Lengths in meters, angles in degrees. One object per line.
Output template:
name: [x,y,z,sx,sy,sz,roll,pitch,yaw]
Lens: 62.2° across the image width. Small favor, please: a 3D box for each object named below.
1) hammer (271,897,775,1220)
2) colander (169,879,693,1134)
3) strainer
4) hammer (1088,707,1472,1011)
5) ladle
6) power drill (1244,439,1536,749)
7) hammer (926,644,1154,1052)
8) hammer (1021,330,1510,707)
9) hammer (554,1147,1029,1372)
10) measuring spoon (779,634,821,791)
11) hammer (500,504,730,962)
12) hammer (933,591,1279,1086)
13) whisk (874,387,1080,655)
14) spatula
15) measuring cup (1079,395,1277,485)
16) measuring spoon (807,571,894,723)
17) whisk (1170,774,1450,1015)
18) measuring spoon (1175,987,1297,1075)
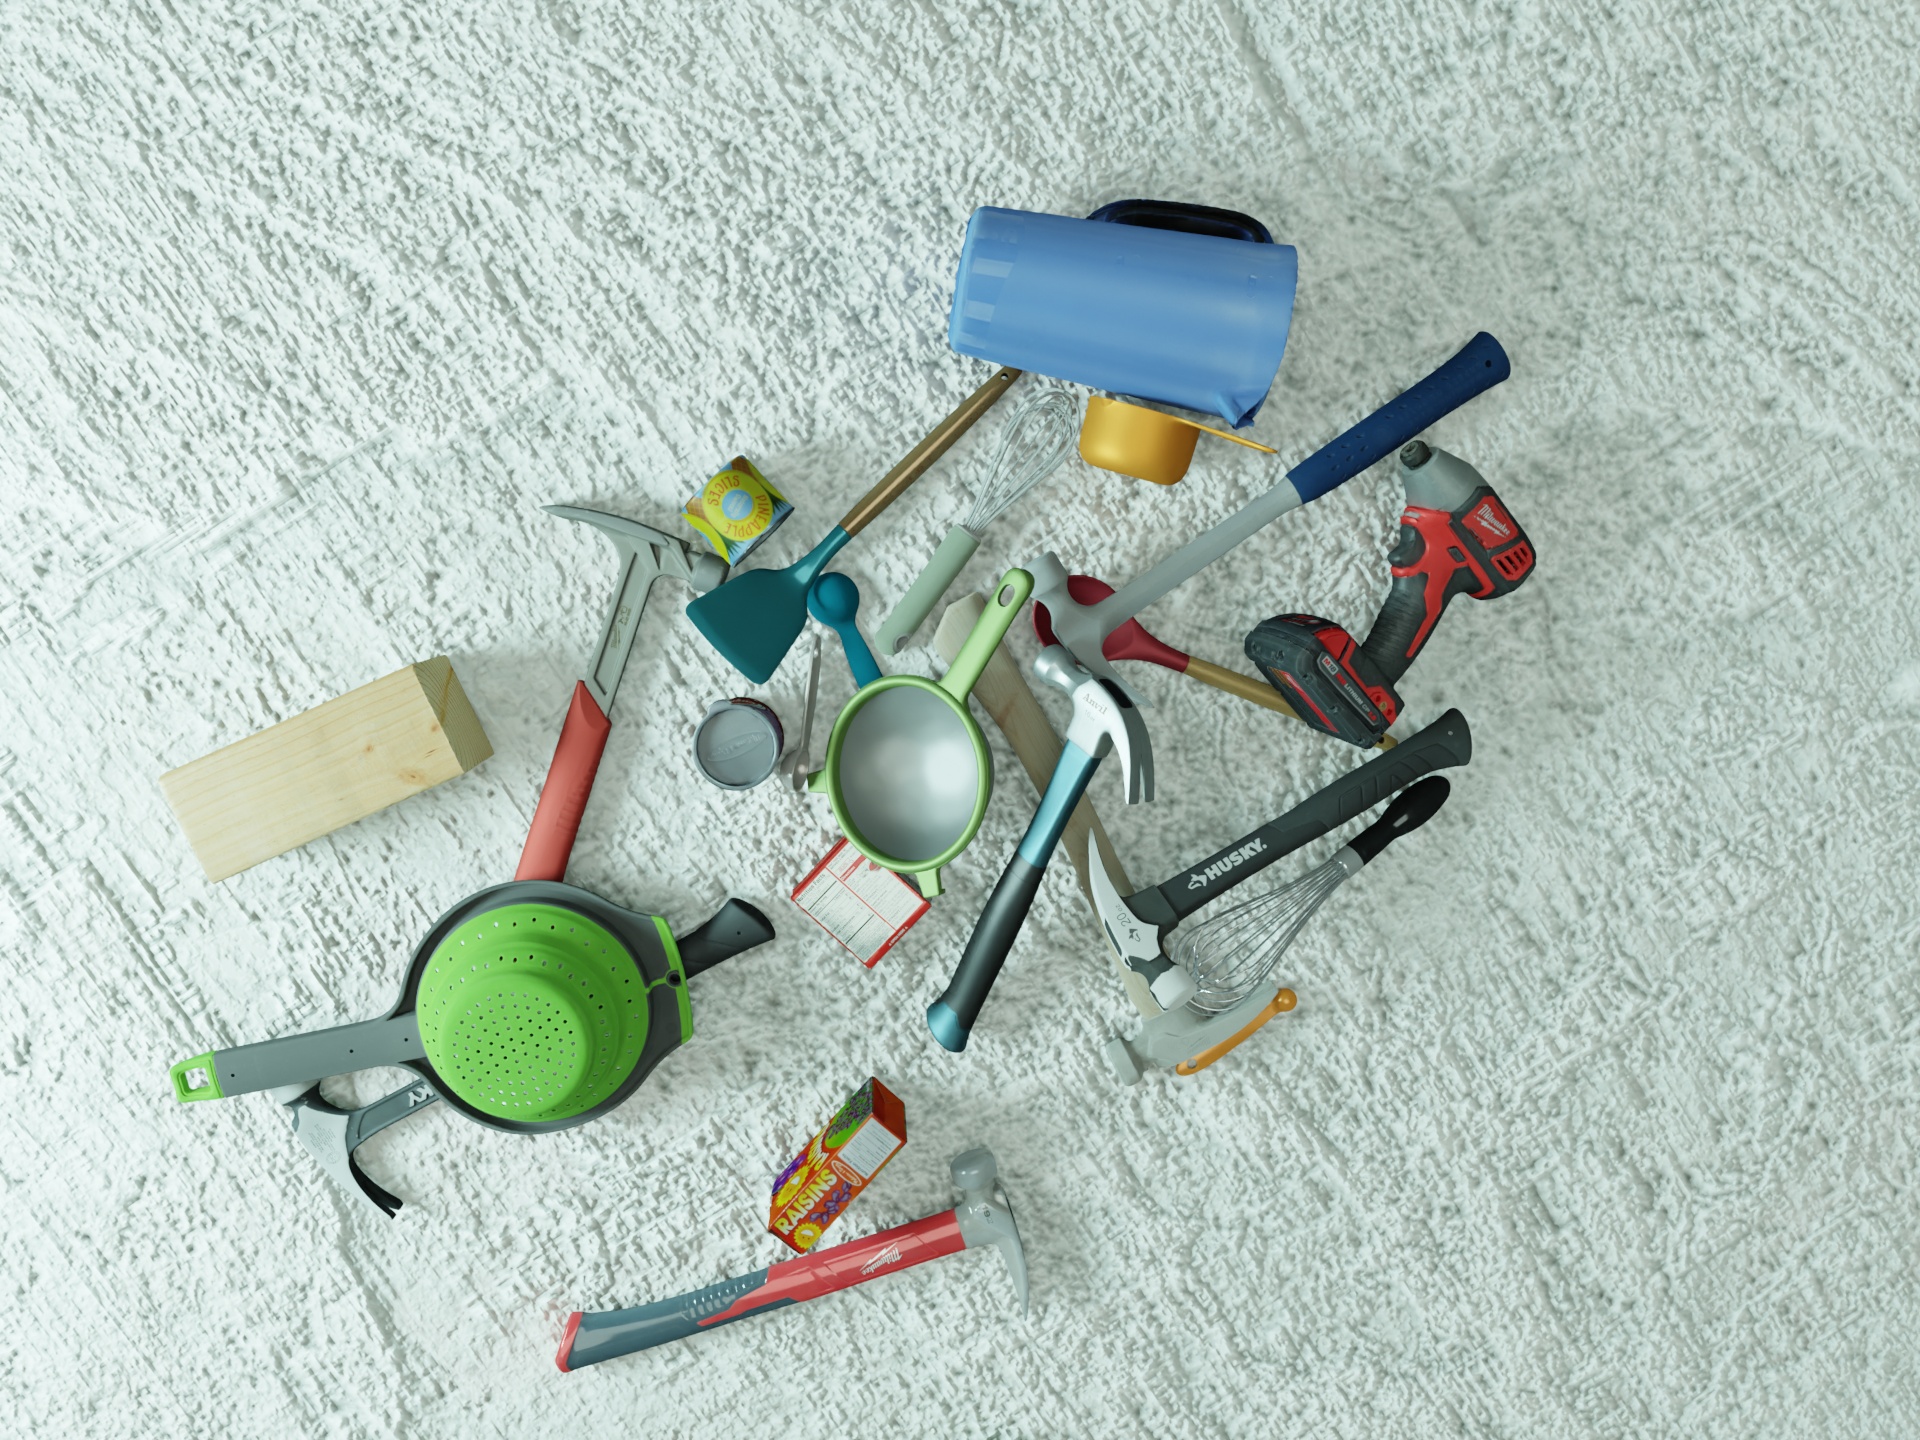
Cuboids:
hammer: [-0.334,0.252,1.263,0.409,0.036,0.149,-27,98,1]
colander: [-0.405,0.246,1.191,0.397,0.094,0.204,-11,101,-2]
strainer: [-0.002,-0.004,1.208,0.152,0.069,0.256,40,111,26]
hammer: [0.252,0.079,1.221,0.335,0.035,0.146,-29,63,-12]
ladle: [0.202,-0.036,1.254,0.315,0.031,0.069,21,95,-7]
power drill: [0.327,-0.099,1.206,0.219,0.079,0.143,-47,114,-6]
hammer: [0.048,0.115,1.215,0.128,0.033,0.331,40,117,33]
hammer: [0.248,-0.165,1.218,0.405,0.035,0.144,-34,98,-3]
hammer: [-0.138,0.473,1.297,0.386,0.038,0.143,-17,99,0]
measuring spoon: [-0.125,-0.006,1.245,0.018,0.034,0.124,9,92,15]
hammer: [-0.304,0.018,1.235,0.149,0.037,0.359,19,95,-4]
hammer: [0.103,0.082,1.260,0.146,0.038,0.410,-28,97,0]
whisk: [0.010,-0.151,1.226,0.059,0.057,0.246,41,98,28]
spatula: [-0.068,-0.162,1.210,0.317,0.044,0.082,-44,90,-2]
measuring cup: [0.159,-0.195,1.169,0.095,0.174,0.052,6,106,-42]
measuring spoon: [-0.082,-0.055,1.241,0.042,0.021,0.128,-24,96,1]
whisk: [0.279,0.131,1.245,0.284,0.070,0.070,-36,97,-13]
measuring spoon: [0.225,0.256,1.298,0.117,0.011,0.021,-34,97,2]
